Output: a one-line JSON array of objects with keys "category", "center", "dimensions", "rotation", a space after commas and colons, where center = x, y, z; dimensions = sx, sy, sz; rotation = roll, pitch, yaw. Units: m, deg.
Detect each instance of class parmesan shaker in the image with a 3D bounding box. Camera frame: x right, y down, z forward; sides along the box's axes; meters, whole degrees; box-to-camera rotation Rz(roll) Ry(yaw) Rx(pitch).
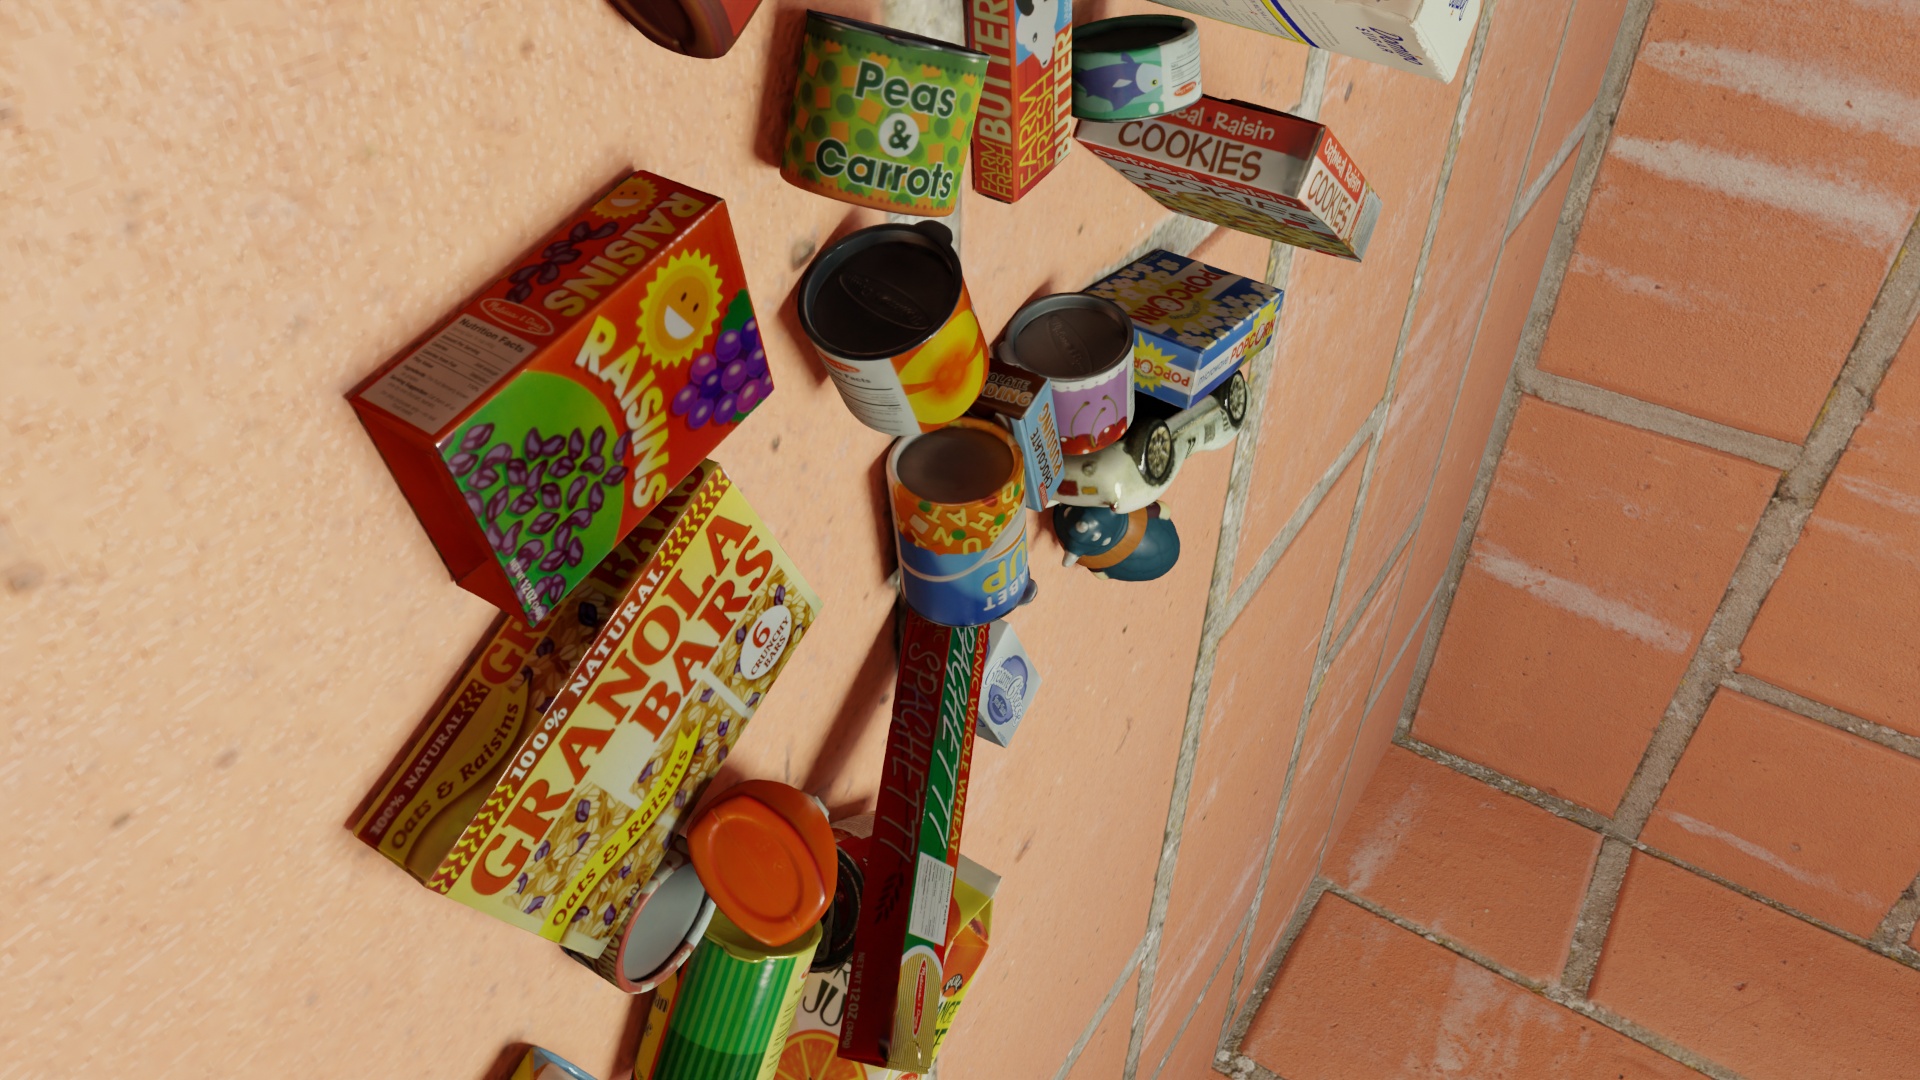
[{"category": "parmesan shaker", "center": [-0.111, 0.220, 0.649], "dimensions": [0.071, 0.071, 0.102], "rotation": [-6, 117, -63]}]

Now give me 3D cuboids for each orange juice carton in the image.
[{"category": "orange juice carton", "center": [-0.046, 0.270, 0.822], "dimensions": [0.193, 0.072, 0.073], "rotation": [-63, 156, -7]}]

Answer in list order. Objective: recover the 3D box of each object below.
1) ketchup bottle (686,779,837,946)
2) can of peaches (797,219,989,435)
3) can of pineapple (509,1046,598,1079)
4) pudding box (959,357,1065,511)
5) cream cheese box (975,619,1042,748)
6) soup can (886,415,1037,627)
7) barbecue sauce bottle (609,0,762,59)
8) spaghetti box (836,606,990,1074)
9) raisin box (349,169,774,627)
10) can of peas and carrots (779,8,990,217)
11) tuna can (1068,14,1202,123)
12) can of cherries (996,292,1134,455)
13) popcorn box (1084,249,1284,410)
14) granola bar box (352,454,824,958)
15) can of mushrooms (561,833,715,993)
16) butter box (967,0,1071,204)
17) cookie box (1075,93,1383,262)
[{"category": "ketchup bottle", "center": [-0.080, 0.134, 0.609], "dimensions": [0.043, 0.065, 0.148], "rotation": [-38, 176, -4]}, {"category": "can of peaches", "center": [-0.024, -0.086, 0.561], "dimensions": [0.071, 0.071, 0.058], "rotation": [-58, 155, -19]}, {"category": "can of pineapple", "center": [-0.165, 0.250, 0.569], "dimensions": [0.058, 0.071, 0.070], "rotation": [-57, 154, -21]}, {"category": "pudding box", "center": [0.022, -0.054, 0.705], "dimensions": [0.030, 0.050, 0.083], "rotation": [-57, 154, -24]}, {"category": "cream cheese box", "center": [0.020, 0.086, 0.854], "dimensions": [0.053, 0.024, 0.103], "rotation": [-61, 155, -16]}, {"category": "soup can", "center": [0.002, -0.008, 0.678], "dimensions": [0.072, 0.071, 0.083], "rotation": [-49, 150, -34]}, {"category": "barbecue sauce bottle", "center": [-0.056, -0.218, 0.408], "dimensions": [0.149, 0.044, 0.064], "rotation": [-61, 154, -13]}, {"category": "spaghetti box", "center": [-0.019, 0.132, 0.696], "dimensions": [0.050, 0.028, 0.251], "rotation": [47, 46, -56]}, {"category": "raisin box", "center": [-0.118, -0.046, 0.439], "dimensions": [0.124, 0.040, 0.085], "rotation": [-50, 150, -30]}, {"category": "can of peas and carrots", "center": [-0.027, -0.151, 0.494], "dimensions": [0.071, 0.071, 0.058], "rotation": [-23, 131, -57]}, {"category": "tuna can", "center": [0.077, -0.222, 0.652], "dimensions": [0.071, 0.071, 0.032], "rotation": [-44, 136, -41]}, {"category": "can of cherries", "center": [0.056, -0.087, 0.731], "dimensions": [0.072, 0.071, 0.058], "rotation": [-52, 153, -29]}, {"category": "popcorn box", "center": [0.123, -0.125, 0.805], "dimensions": [0.127, 0.085, 0.038], "rotation": [-37, 144, -49]}, {"category": "granola bar box", "center": [-0.127, 0.060, 0.513], "dimensions": [0.166, 0.039, 0.123], "rotation": [-58, 155, -17]}, {"category": "can of mushrooms", "center": [-0.135, 0.155, 0.586], "dimensions": [0.071, 0.033, 0.070], "rotation": [-46, 150, -38]}, {"category": "butter box", "center": [0.027, -0.206, 0.612], "dimensions": [0.053, 0.024, 0.103], "rotation": [-49, 150, -35]}, {"category": "cookie box", "center": [0.150, -0.199, 0.750], "dimensions": [0.167, 0.123, 0.040], "rotation": [1, 109, -64]}]
